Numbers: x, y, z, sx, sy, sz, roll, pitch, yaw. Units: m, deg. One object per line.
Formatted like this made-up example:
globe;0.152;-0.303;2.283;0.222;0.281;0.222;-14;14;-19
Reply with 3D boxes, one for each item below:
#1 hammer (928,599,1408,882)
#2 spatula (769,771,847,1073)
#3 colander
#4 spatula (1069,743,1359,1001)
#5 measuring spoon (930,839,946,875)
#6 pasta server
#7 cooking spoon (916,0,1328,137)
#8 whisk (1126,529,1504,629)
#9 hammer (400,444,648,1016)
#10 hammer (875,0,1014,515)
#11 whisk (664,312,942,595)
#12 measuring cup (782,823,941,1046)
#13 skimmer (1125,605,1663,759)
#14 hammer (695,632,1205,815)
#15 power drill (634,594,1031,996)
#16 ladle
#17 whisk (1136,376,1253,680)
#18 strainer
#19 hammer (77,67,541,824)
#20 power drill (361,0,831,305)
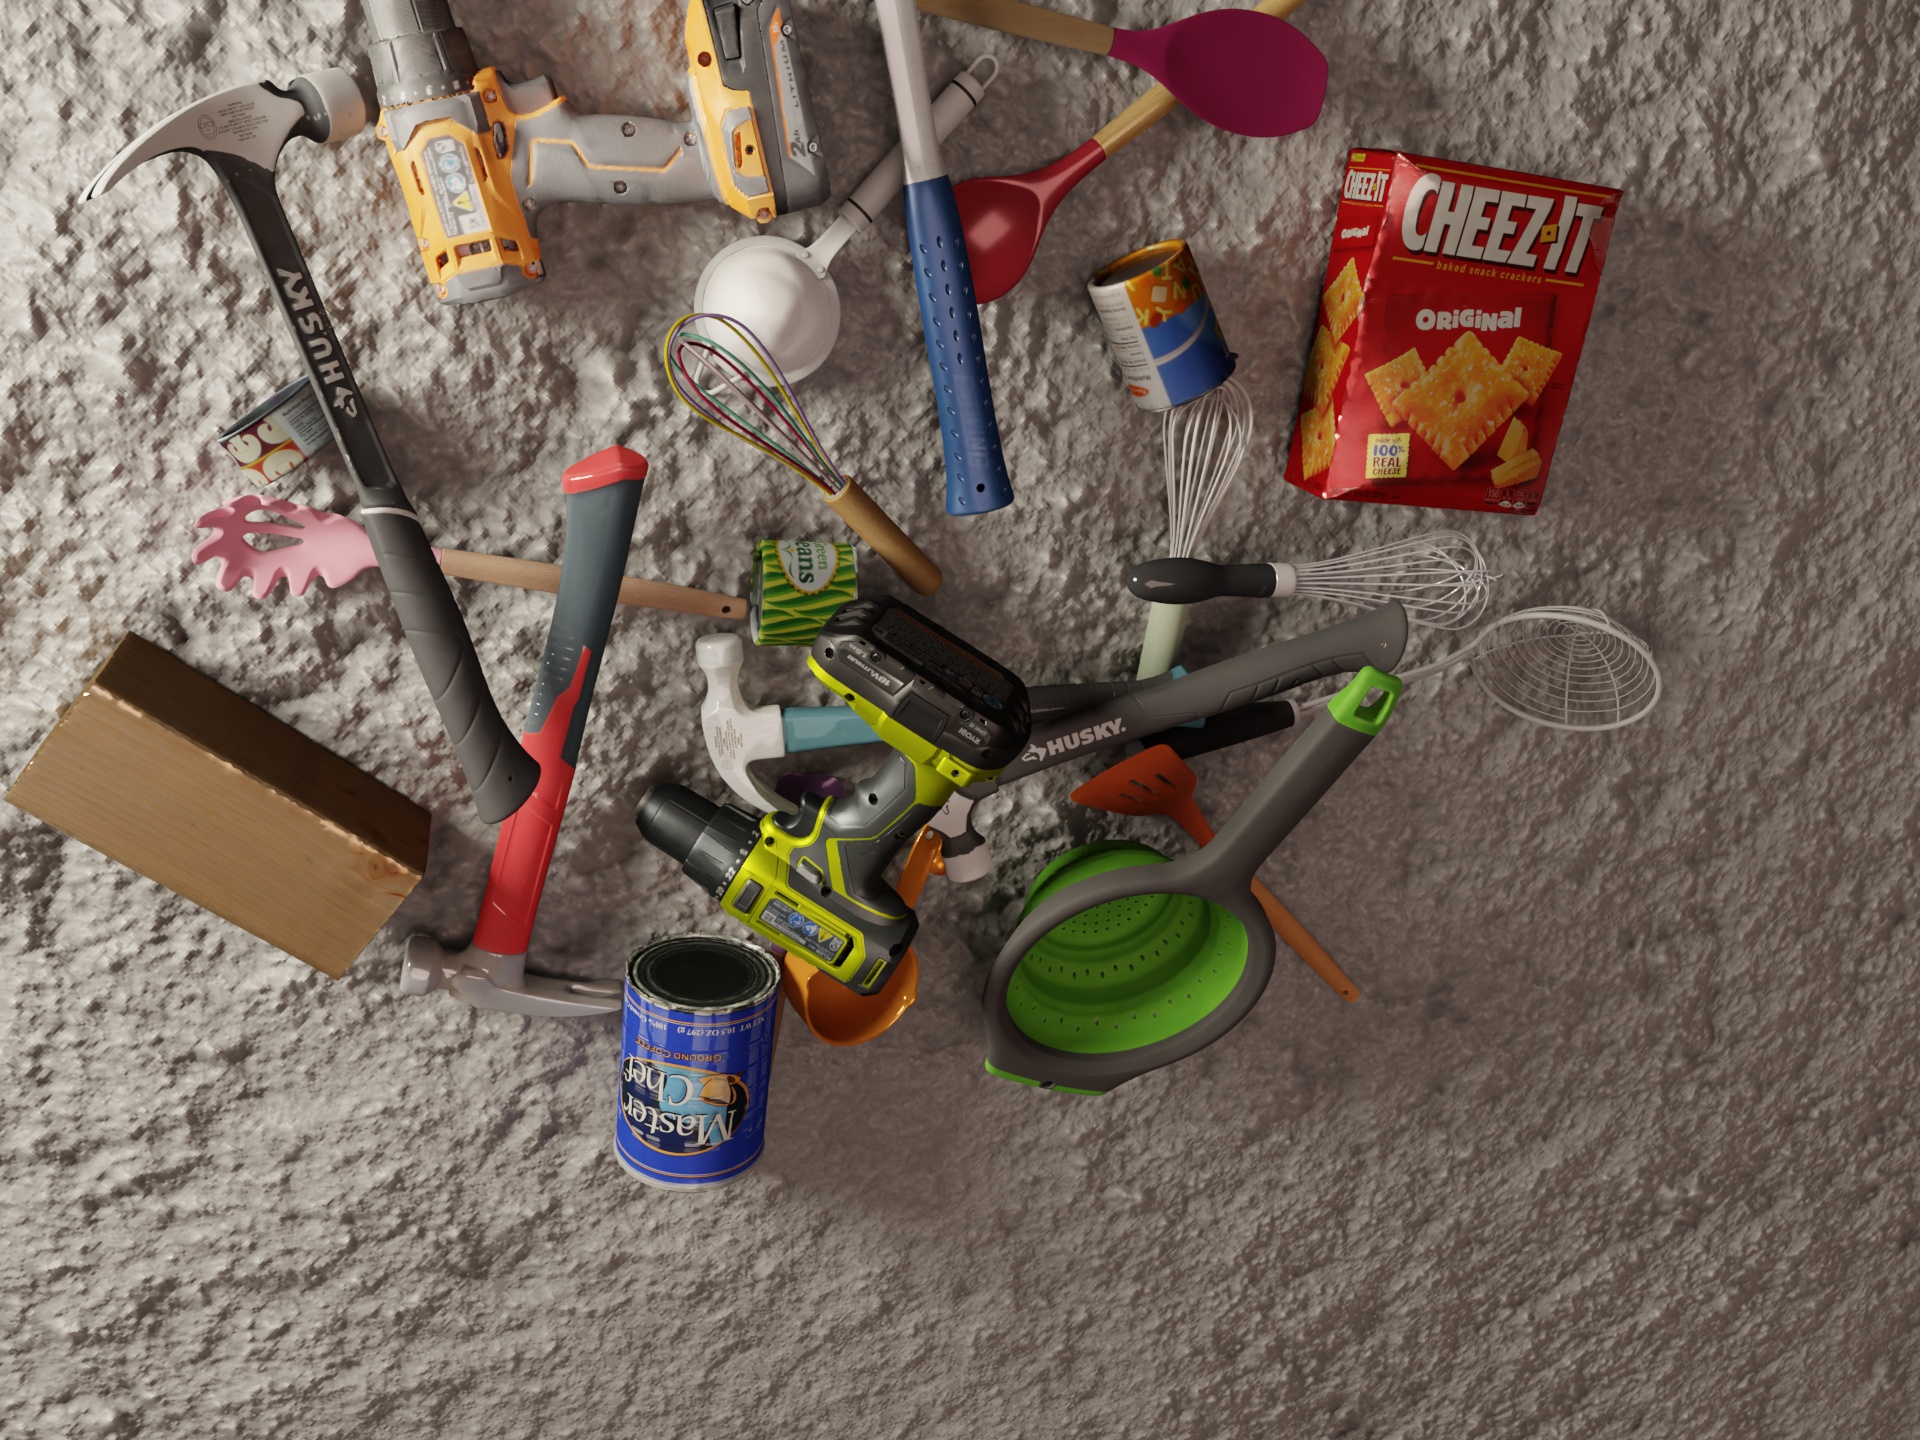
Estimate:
hammer;0.129;-0.014;1.022;0.335;0.035;0.146;-18;110;-3
spatula;-0.127;0.183;1.111;0.059;0.018;0.315;7;109;-17
colander;0.148;0.092;1.064;0.204;0.095;0.397;18;124;-27
spatula;0.204;0.120;1.160;0.081;0.041;0.322;-31;121;26
measuring spoon;0.000;0.056;1.095;0.021;0.011;0.117;11;108;-19
pasta server;-0.282;-0.087;0.948;0.316;0.040;0.060;8;116;-19
cooking spoon;0.061;-0.394;0.908;0.318;0.017;0.068;9;100;-12
whisk;0.237;-0.093;1.048;0.284;0.070;0.070;-2;113;-22
hammer;-0.238;0.019;0.984;0.143;0.038;0.386;12;114;-20
hammer;-0.016;-0.315;0.889;0.144;0.035;0.405;-16;114;-12
whisk;-0.091;-0.150;0.954;0.051;0.047;0.244;-15;137;34
measuring cup;-0.061;0.135;1.086;0.095;0.052;0.173;18;100;-39
skimmer;0.300;0.000;1.109;0.363;0.090;0.127;-16;146;-6
hammer;-0.002;-0.003;1.040;0.331;0.033;0.128;-4;109;-7
power drill;-0.080;0.041;0.970;0.190;0.080;0.228;33;116;-2
ladle;0.102;-0.357;0.945;0.315;0.031;0.069;-38;112;0
whisk;0.146;-0.110;1.051;0.058;0.059;0.246;17;115;18
strainer;-0.068;-0.288;0.923;0.087;0.050;0.258;42;93;-11
hammer;-0.320;-0.128;0.859;0.149;0.036;0.408;-34;117;-39
power drill;-0.198;-0.336;0.848;0.226;0.084;0.185;-14;113;-4
